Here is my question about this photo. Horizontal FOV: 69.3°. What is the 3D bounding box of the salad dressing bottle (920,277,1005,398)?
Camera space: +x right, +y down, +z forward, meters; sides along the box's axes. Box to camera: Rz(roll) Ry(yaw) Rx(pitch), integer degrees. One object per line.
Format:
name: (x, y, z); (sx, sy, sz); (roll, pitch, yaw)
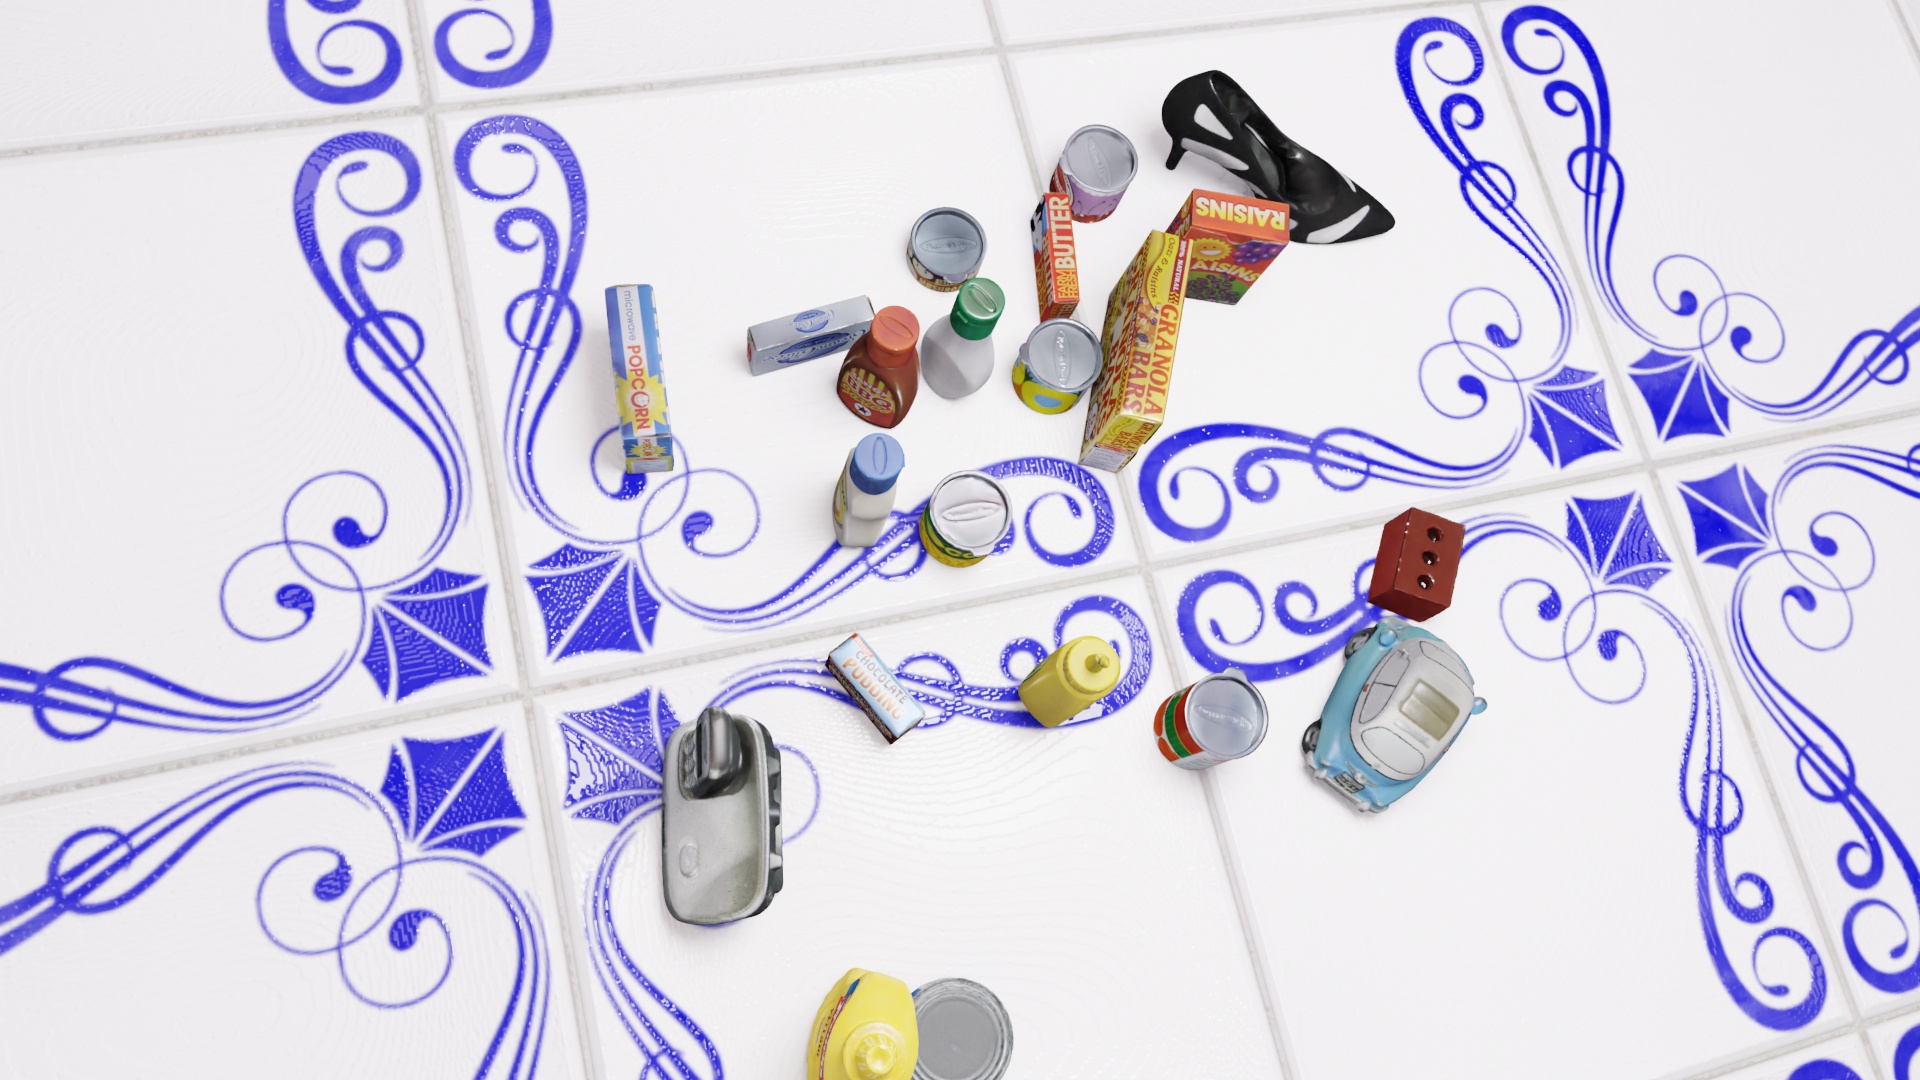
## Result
salad dressing bottle: (0.003, -0.160, 1.103); (0.044, 0.147, 0.064); (-40, 85, -18)

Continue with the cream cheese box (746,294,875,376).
cream cheese box: (-0.123, -0.167, 1.131); (0.104, 0.053, 0.024); (-18, 79, -15)

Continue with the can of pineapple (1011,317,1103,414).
can of pineapple: (0.078, -0.145, 1.160); (0.071, 0.057, 0.071); (3, 74, -10)

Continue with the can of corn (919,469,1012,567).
can of corn: (0.004, -0.014, 1.107); (0.071, 0.058, 0.071); (3, 74, -10)

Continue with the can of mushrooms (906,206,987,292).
can of mushrooms: (-0.012, -0.245, 1.185); (0.071, 0.033, 0.071); (3, 74, -10)

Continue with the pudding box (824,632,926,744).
pudding box: (-0.065, 0.113, 1.061); (0.030, 0.049, 0.084); (-39, 84, -18)

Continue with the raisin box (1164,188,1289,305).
raisin box: (0.217, -0.247, 1.182); (0.086, 0.123, 0.040); (8, 73, -8)

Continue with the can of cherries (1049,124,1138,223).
can of cherries: (0.113, -0.321, 1.218); (0.071, 0.058, 0.071); (3, 74, -10)

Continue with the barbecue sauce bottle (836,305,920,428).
barbecue sauce bottle: (-0.060, -0.137, 1.084); (0.065, 0.148, 0.044); (33, 71, 0)

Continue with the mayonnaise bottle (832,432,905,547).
mayonnaise bottle: (-0.071, -0.041, 1.054); (0.041, 0.147, 0.065); (0, 74, -11)

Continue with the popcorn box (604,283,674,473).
popcorn box: (-0.248, -0.124, 1.077); (0.038, 0.085, 0.127); (-7, 75, -12)

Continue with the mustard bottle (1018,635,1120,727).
mustard bottle: (0.087, 0.100, 1.036); (0.065, 0.159, 0.049); (-39, 85, -18)

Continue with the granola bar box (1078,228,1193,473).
granola bar box: (0.144, -0.152, 1.140); (0.039, 0.124, 0.166); (14, 72, -7)

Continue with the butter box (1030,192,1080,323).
butter box: (0.081, -0.240, 1.191); (0.024, 0.053, 0.104); (-1, 74, -11)

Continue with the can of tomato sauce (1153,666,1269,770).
can of tomato sauce: (0.194, 0.141, 1.085); (0.071, 0.083, 0.071); (3, 74, -10)
